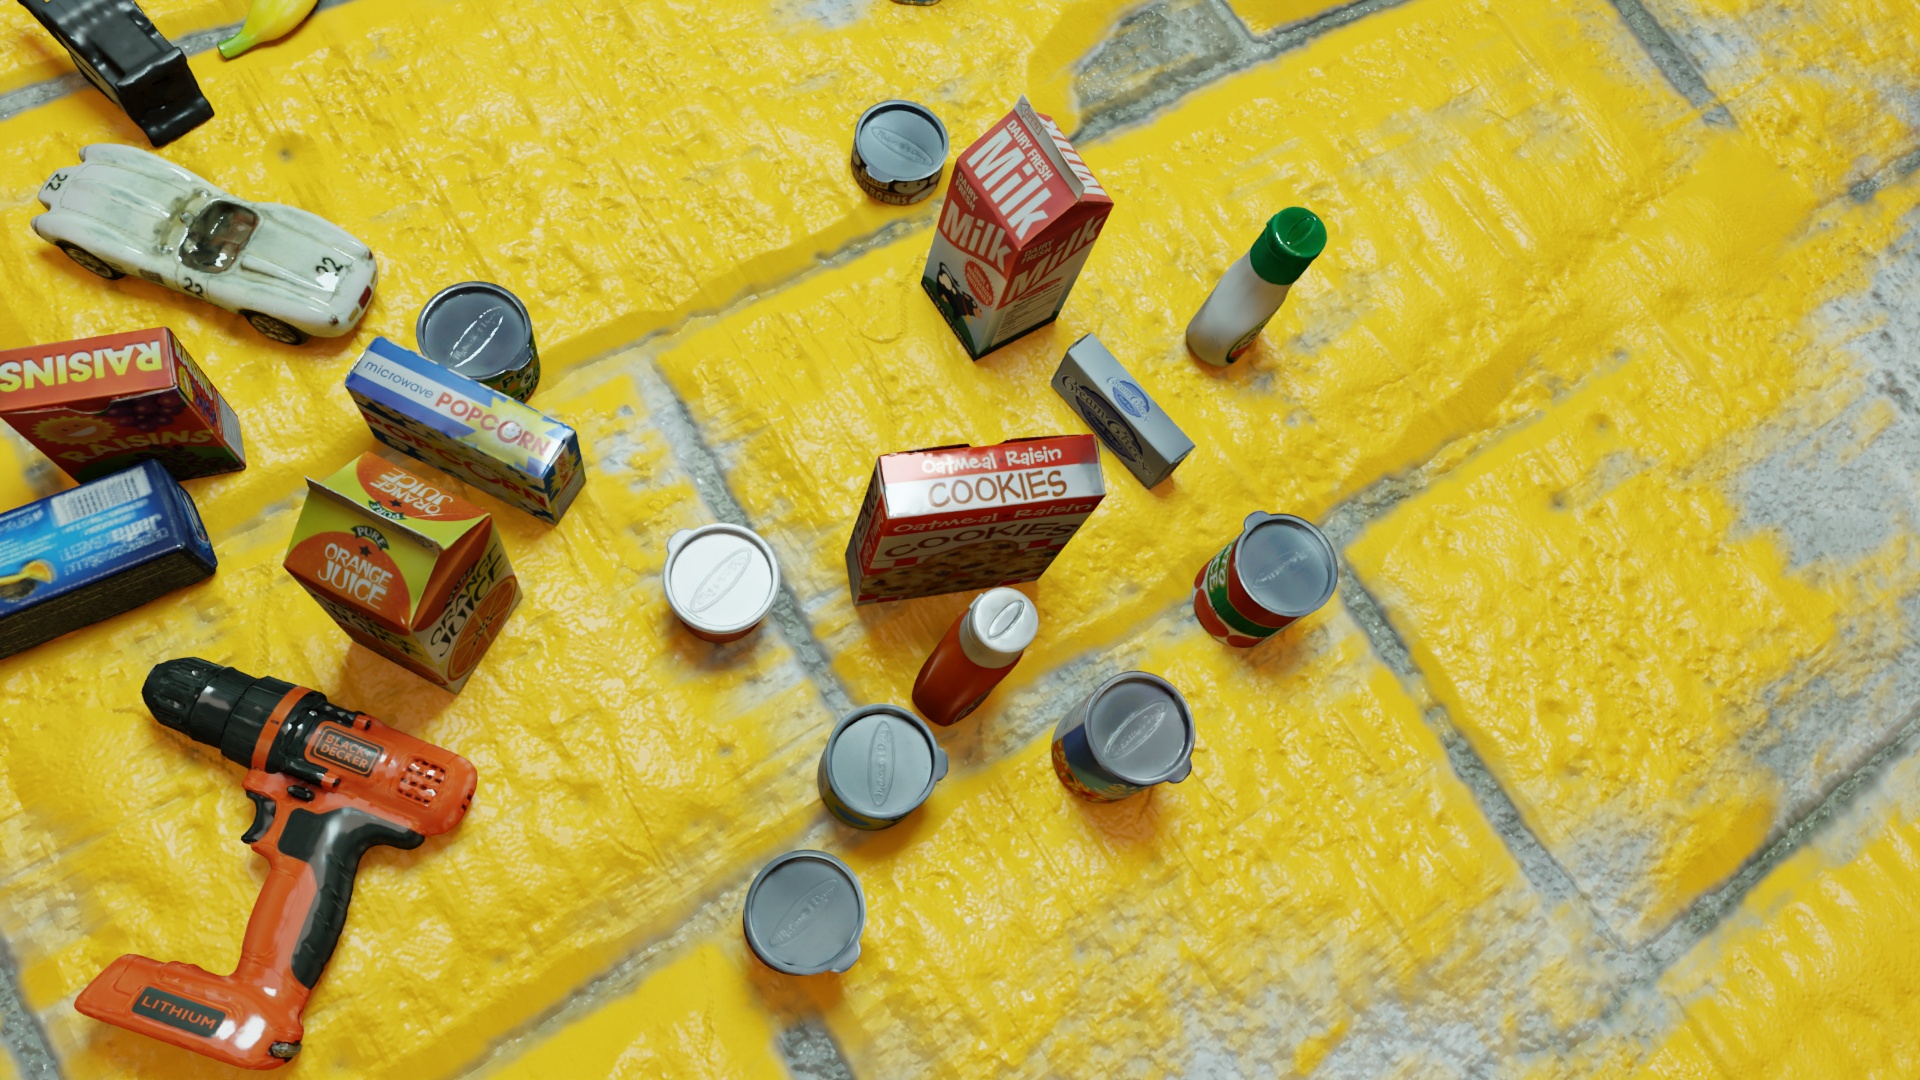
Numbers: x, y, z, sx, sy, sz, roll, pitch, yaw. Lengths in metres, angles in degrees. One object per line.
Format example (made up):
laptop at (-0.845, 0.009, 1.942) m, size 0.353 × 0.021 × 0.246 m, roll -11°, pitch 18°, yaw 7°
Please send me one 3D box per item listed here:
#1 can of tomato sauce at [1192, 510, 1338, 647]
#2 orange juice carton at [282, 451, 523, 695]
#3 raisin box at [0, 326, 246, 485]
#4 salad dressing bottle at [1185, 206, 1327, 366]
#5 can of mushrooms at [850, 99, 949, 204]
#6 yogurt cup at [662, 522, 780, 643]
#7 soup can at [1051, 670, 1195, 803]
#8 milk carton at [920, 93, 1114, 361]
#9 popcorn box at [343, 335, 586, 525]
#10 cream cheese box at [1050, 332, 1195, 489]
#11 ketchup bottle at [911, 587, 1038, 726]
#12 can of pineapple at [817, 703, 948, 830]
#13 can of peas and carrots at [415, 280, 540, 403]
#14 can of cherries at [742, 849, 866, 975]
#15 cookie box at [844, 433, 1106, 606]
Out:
can of tomato sauce at (0.190, 0.026, 0.884) m, size 0.071 × 0.082 × 0.071 m, roll 3°, pitch 71°, yaw -10°
orange juice carton at (-0.292, 0.016, 0.735) m, size 0.072 × 0.192 × 0.073 m, roll 28°, pitch 69°, yaw -1°
raisin box at (-0.462, -0.069, 0.770) m, size 0.086 × 0.123 × 0.040 m, roll -11°, pitch 74°, yaw -14°
salad dressing bottle at (0.195, -0.166, 0.918) m, size 0.044 × 0.147 × 0.064 m, roll 43°, pitch 69°, yaw 5°
can of mushrooms at (-0.044, -0.269, 0.969) m, size 0.071 × 0.033 × 0.071 m, roll 3°, pitch 70°, yaw -10°
yogurt cup at (-0.144, 0.029, 0.834) m, size 0.072 × 0.053 × 0.072 m, roll 3°, pitch 70°, yaw -10°
soup can at (0.097, 0.122, 0.832) m, size 0.071 × 0.083 × 0.071 m, roll 3°, pitch 71°, yaw -10°
milk carton at (0.036, -0.196, 0.875) m, size 0.074 × 0.190 × 0.072 m, roll -29°, pitch 79°, yaw -18°
popcorn box at (-0.290, -0.063, 0.821) m, size 0.127 × 0.085 × 0.038 m, roll 26°, pitch 69°, yaw -1°
cream cheese box at (0.106, -0.085, 0.923) m, size 0.024 × 0.053 × 0.104 m, roll -38°, pitch 82°, yaw -20°
ketchup bottle at (0.010, 0.064, 0.800) m, size 0.043 × 0.148 × 0.065 m, roll 41°, pitch 69°, yaw 5°
can of pineapple at (-0.047, 0.134, 0.813) m, size 0.071 × 0.057 × 0.071 m, roll 3°, pitch 71°, yaw -10°
can of peas and carrots at (-0.292, -0.115, 0.853) m, size 0.071 × 0.058 × 0.071 m, roll 3°, pitch 71°, yaw -10°
can of cherries at (-0.087, 0.212, 0.778) m, size 0.071 × 0.058 × 0.071 m, roll 3°, pitch 71°, yaw -10°
cookie box at (0.003, -0.010, 0.815) m, size 0.123 × 0.166 × 0.040 m, roll -7°, pitch 73°, yaw -13°
